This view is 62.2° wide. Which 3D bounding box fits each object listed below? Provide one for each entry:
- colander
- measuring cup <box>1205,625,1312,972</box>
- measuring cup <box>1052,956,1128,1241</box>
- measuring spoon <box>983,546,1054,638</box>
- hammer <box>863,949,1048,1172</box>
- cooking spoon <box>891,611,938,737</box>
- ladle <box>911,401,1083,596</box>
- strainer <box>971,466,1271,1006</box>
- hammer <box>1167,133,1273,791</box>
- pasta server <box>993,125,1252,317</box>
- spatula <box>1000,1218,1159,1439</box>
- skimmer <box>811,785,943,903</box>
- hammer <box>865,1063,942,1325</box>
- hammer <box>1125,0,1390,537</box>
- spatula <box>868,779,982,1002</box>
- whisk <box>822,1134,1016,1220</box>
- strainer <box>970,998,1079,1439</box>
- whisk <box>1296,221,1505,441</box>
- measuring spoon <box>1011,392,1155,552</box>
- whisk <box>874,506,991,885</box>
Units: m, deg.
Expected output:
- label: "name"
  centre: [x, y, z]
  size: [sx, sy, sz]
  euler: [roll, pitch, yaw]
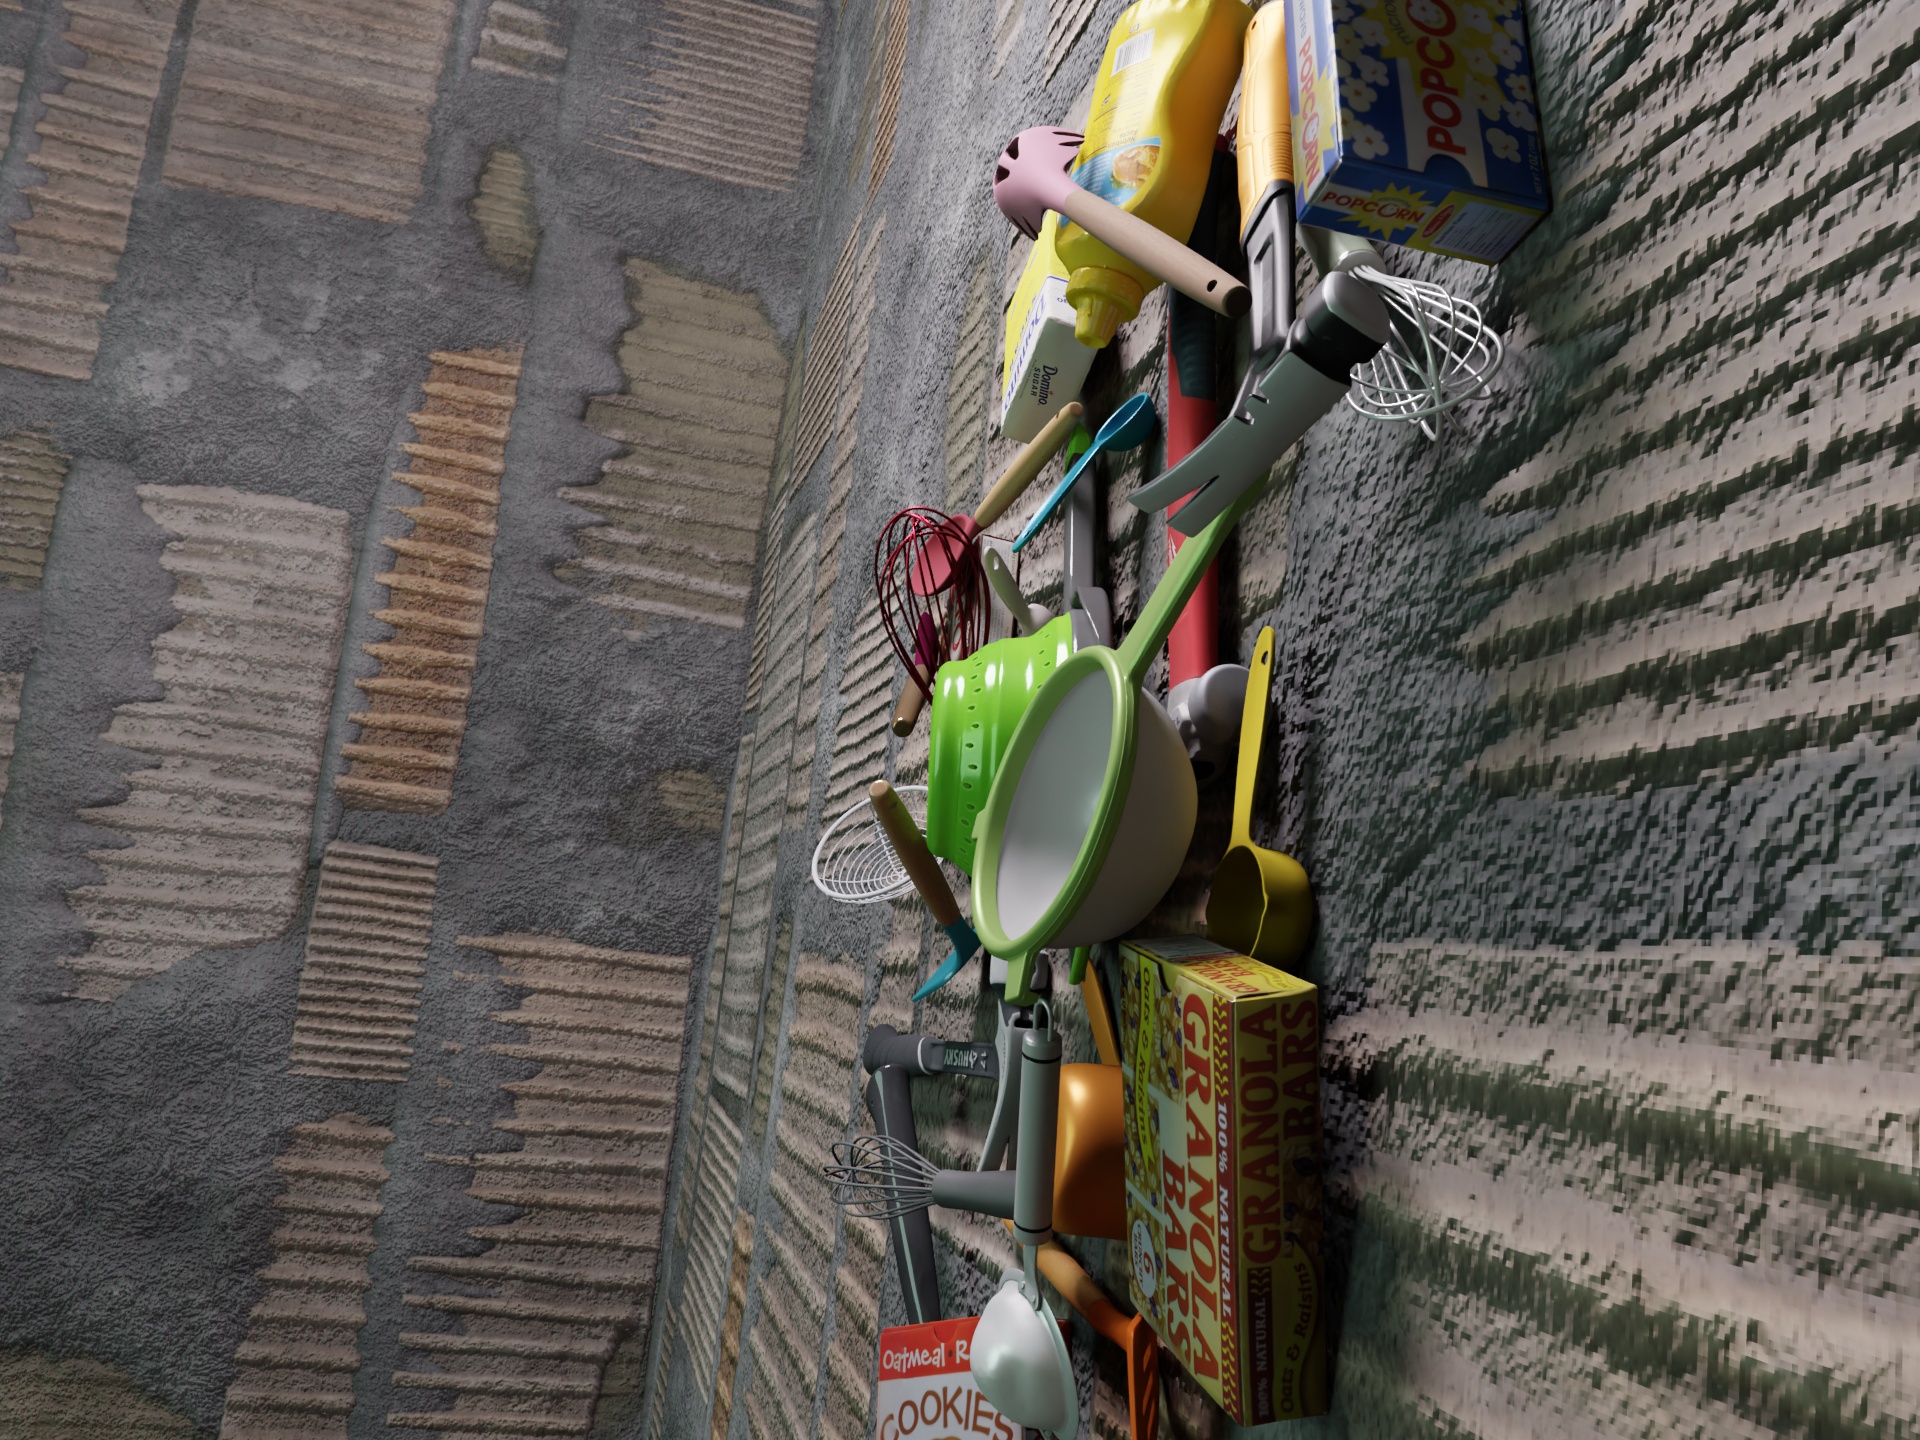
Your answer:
- label: "colander"
  centre: [0.034, -0.039, 0.948]
  size: [0.204, 0.094, 0.398]
  euler: [94, 180, -51]
- label: "measuring cup"
  centre: [0.138, 0.035, 0.700]
  size: [0.062, 0.029, 0.156]
  euler: [147, 133, -71]
- label: "measuring cup"
  centre: [0.060, 0.192, 0.848]
  size: [0.174, 0.052, 0.095]
  euler: [-100, 23, -47]
- label: "measuring spoon"
  centre: [0.041, -0.080, 1.046]
  size: [0.124, 0.018, 0.034]
  euler: [51, -133, -59]
- label: "hammer"
  centre: [-0.016, 0.250, 1.160]
  size: [0.409, 0.036, 0.149]
  euler: [144, 132, -71]
- label: "cooking spoon"
  centre: [-0.031, -0.030, 1.188]
  size: [0.319, 0.017, 0.068]
  euler: [-77, -12, -77]
- label: "ladle"
  centre: [0.024, -0.152, 1.105]
  size: [0.315, 0.031, 0.069]
  euler: [142, 146, -68]
- label: "strainer"
  centre: [0.088, 0.003, 0.717]
  size: [0.256, 0.069, 0.152]
  euler: [-62, 18, 22]
- label: "hammer"
  centre: [0.119, -0.149, 0.860]
  size: [0.143, 0.038, 0.387]
  euler: [127, 149, -65]
- label: "pasta server"
  centre: [0.071, -0.234, 0.750]
  size: [0.060, 0.040, 0.317]
  euler: [-63, 27, 19]
- label: "spatula"
  centre: [0.057, 0.300, 0.824]
  size: [0.322, 0.041, 0.081]
  euler: [175, 91, -77]
- label: "skimmer"
  centre: [-0.019, 0.043, 1.180]
  size: [0.127, 0.090, 0.363]
  euler: [-53, -1, -33]
- label: "hammer"
  centre: [-0.023, 0.379, 1.033]
  size: [0.146, 0.035, 0.335]
  euler: [114, 153, -45]
- label: "hammer"
  centre: [0.136, -0.229, 0.715]
  size: [0.127, 0.034, 0.337]
  euler: [-46, 24, 44]
- label: "spatula"
  centre: [-0.022, 0.107, 0.997]
  size: [0.082, 0.044, 0.317]
  euler: [-46, -28, -14]
- label: "whisk"
  centre: [-0.009, 0.280, 0.962]
  size: [0.239, 0.055, 0.055]
  euler: [-14, 66, 51]
- label: "strainer"
  centre: [0.032, 0.255, 0.777]
  size: [0.087, 0.050, 0.258]
  euler: [-150, 59, -60]
- label: "whisk"
  centre: [0.169, -0.183, 0.671]
  size: [0.247, 0.059, 0.057]
  euler: [-95, -22, -56]
- label: "measuring spoon"
  centre: [0.076, -0.143, 0.953]
  size: [0.128, 0.021, 0.042]
  euler: [-51, 17, -10]
- label: "whisk"
  centre: [-0.002, -0.003, 1.043]
  size: [0.073, 0.073, 0.295]
  euler: [-110, 7, -62]
